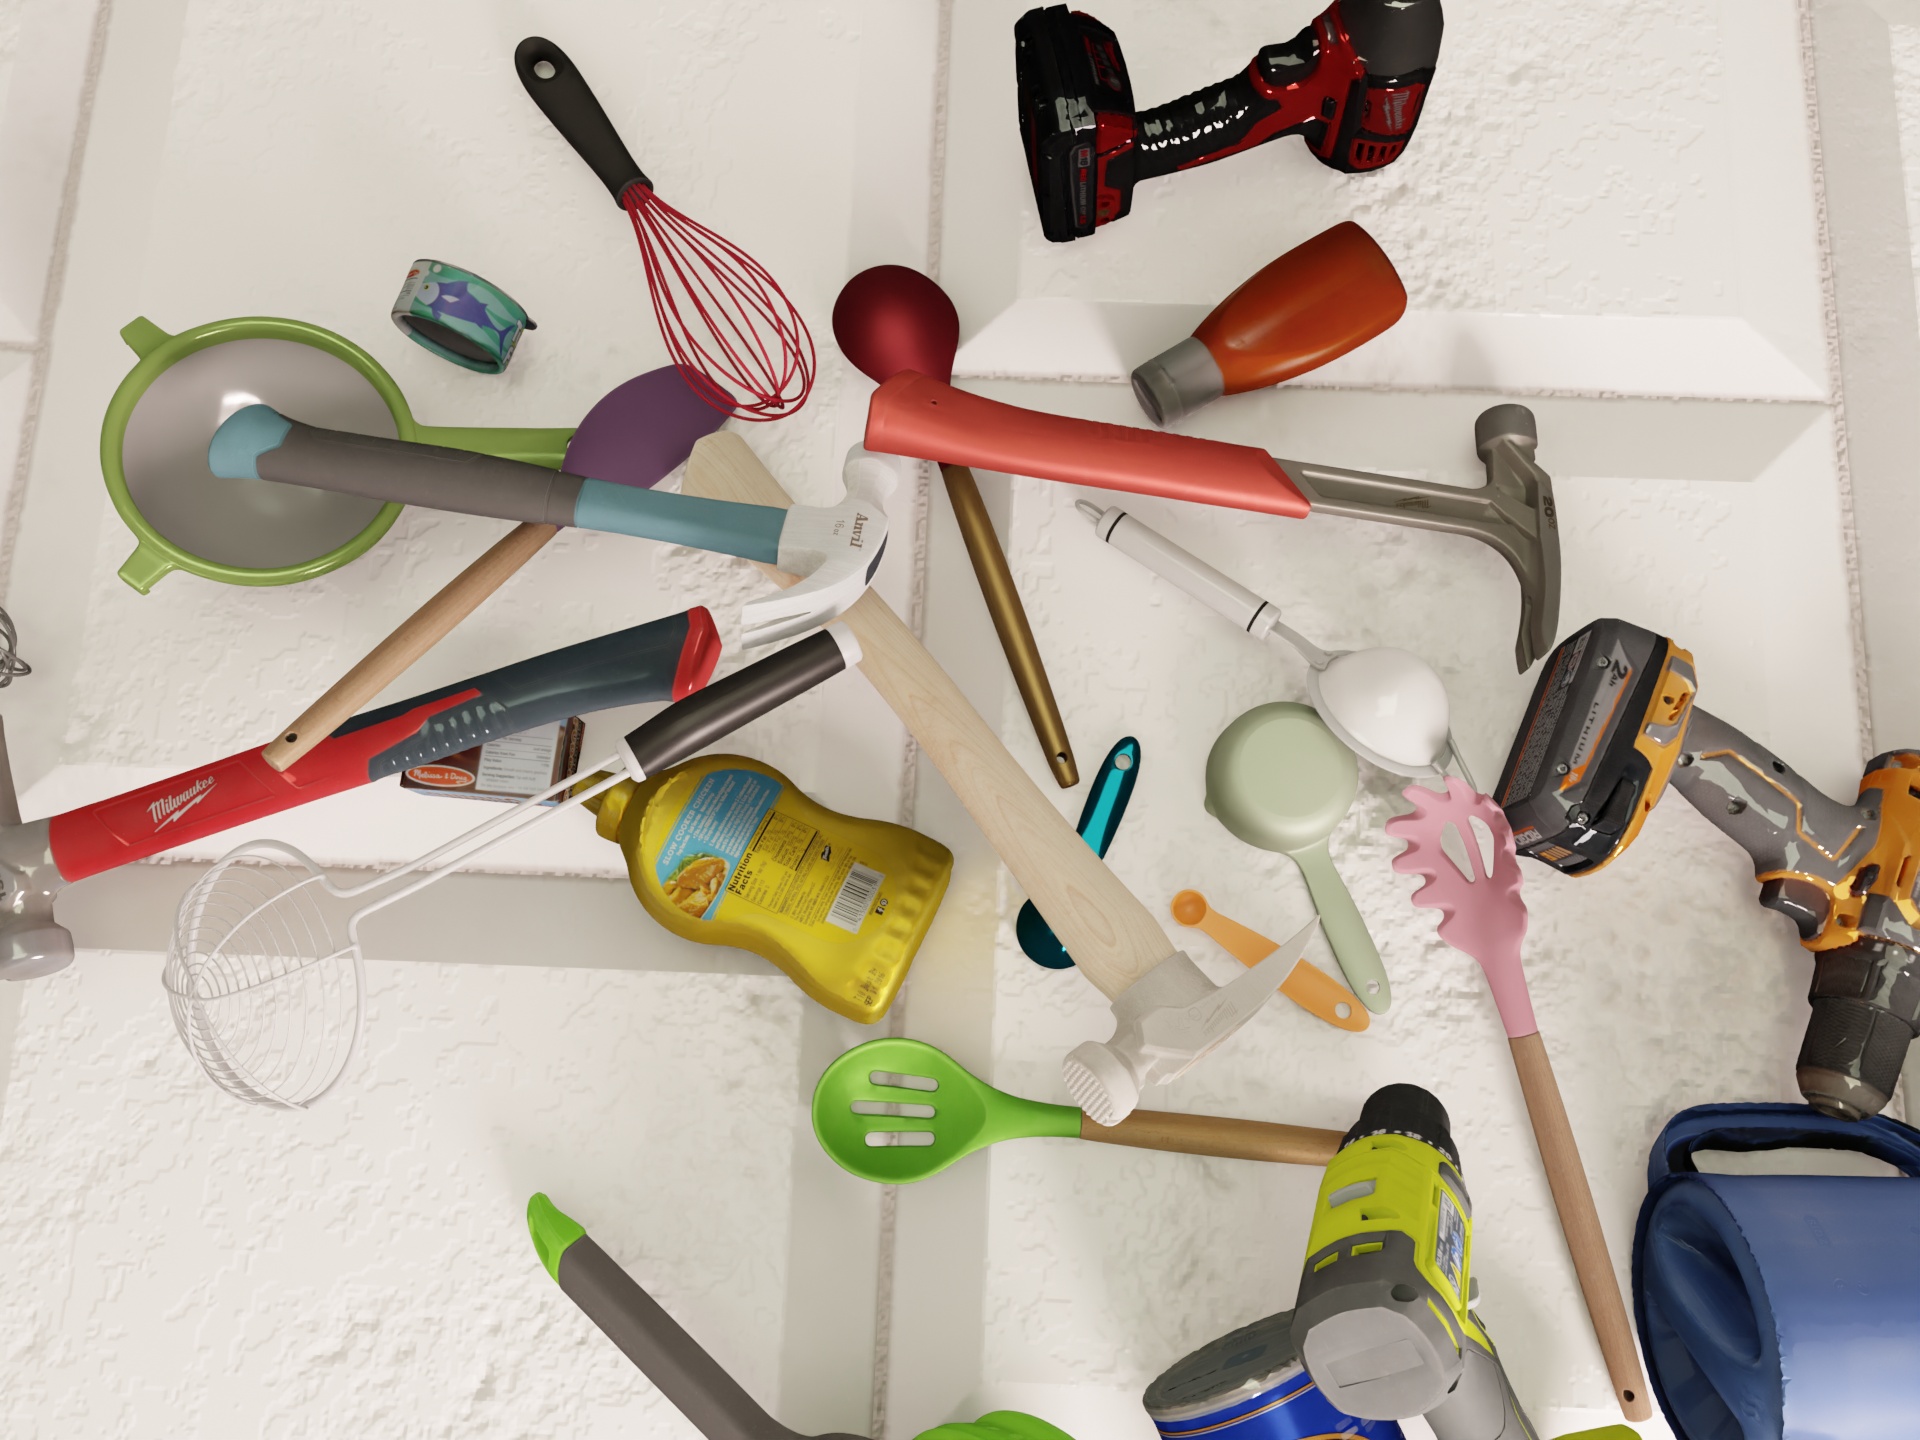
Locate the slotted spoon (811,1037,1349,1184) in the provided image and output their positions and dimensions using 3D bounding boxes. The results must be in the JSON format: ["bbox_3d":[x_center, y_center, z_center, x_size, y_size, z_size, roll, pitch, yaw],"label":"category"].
[{"bbox_3d":[0.084,0.202,0.782,0.313,0.031,0.070,5,78,0],"label":"slotted spoon"}]

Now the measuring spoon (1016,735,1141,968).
[{"bbox_3d":[0.066,0.065,0.814,0.042,0.021,0.129,22,80,5],"label":"measuring spoon"}]

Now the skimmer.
[{"bbox_3d":[-0.209,0.056,0.764,0.363,0.090,0.127,-29,75,-12],"label":"skimmer"}]

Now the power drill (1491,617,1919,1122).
[{"bbox_3d":[0.379,0.071,0.777,0.226,0.084,0.185,26,75,2],"label":"power drill"}]

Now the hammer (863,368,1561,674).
[{"bbox_3d":[0.129,-0.118,0.811,0.359,0.036,0.149,8,65,-6],"label":"hammer"}]

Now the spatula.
[{"bbox_3d":[-0.230,-0.087,0.809,0.060,0.018,0.316,35,60,8],"label":"spatula"}]

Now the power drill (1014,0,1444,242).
[{"bbox_3d":[0.144,-0.336,0.843,0.219,0.143,0.079,-11,75,1],"label":"power drill"}]

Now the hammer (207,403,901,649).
[{"bbox_3d":[-0.201,-0.111,0.790,0.331,0.033,0.128,10,53,-1],"label":"hammer"}]

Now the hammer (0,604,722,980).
[{"bbox_3d":[-0.310,0.002,0.797,0.386,0.038,0.143,-19,76,0],"label":"hammer"}]

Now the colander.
[{"bbox_3d":[-0.040,0.329,0.720,0.397,0.204,0.094,35,45,24],"label":"colander"}]

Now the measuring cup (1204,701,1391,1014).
[{"bbox_3d":[0.182,0.068,0.802,0.083,0.038,0.168,-21,76,-4],"label":"measuring cup"}]

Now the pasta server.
[{"bbox_3d":[0.278,0.180,0.768,0.060,0.040,0.316,-20,81,34],"label":"pasta server"}]

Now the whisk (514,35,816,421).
[{"bbox_3d":[-0.171,-0.278,0.880,0.073,0.073,0.296,-33,73,-6],"label":"whisk"}]

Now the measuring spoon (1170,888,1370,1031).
[{"bbox_3d":[0.157,0.123,0.808,0.117,0.011,0.021,33,77,4],"label":"measuring spoon"}]

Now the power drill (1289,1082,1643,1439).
[{"bbox_3d":[0.227,0.282,0.689,0.080,0.190,0.228,-29,95,25],"label":"power drill"}]

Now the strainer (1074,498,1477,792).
[{"bbox_3d":[0.164,-0.048,0.822,0.258,0.050,0.087,35,40,16],"label":"strainer"}]

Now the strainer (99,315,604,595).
[{"bbox_3d":[-0.313,-0.134,0.853,0.256,0.069,0.152,-3,74,-18],"label":"strainer"}]

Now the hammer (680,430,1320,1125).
[{"bbox_3d":[-0.001,-0.003,0.800,0.146,0.038,0.411,-31,69,-25],"label":"hammer"}]

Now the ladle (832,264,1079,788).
[{"bbox_3d":[0.004,-0.111,0.854,0.069,0.031,0.315,-19,79,-7],"label":"ladle"}]

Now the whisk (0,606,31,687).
[{"bbox_3d":[-0.598,-0.067,0.843,0.239,0.055,0.055,19,78,10],"label":"whisk"}]
